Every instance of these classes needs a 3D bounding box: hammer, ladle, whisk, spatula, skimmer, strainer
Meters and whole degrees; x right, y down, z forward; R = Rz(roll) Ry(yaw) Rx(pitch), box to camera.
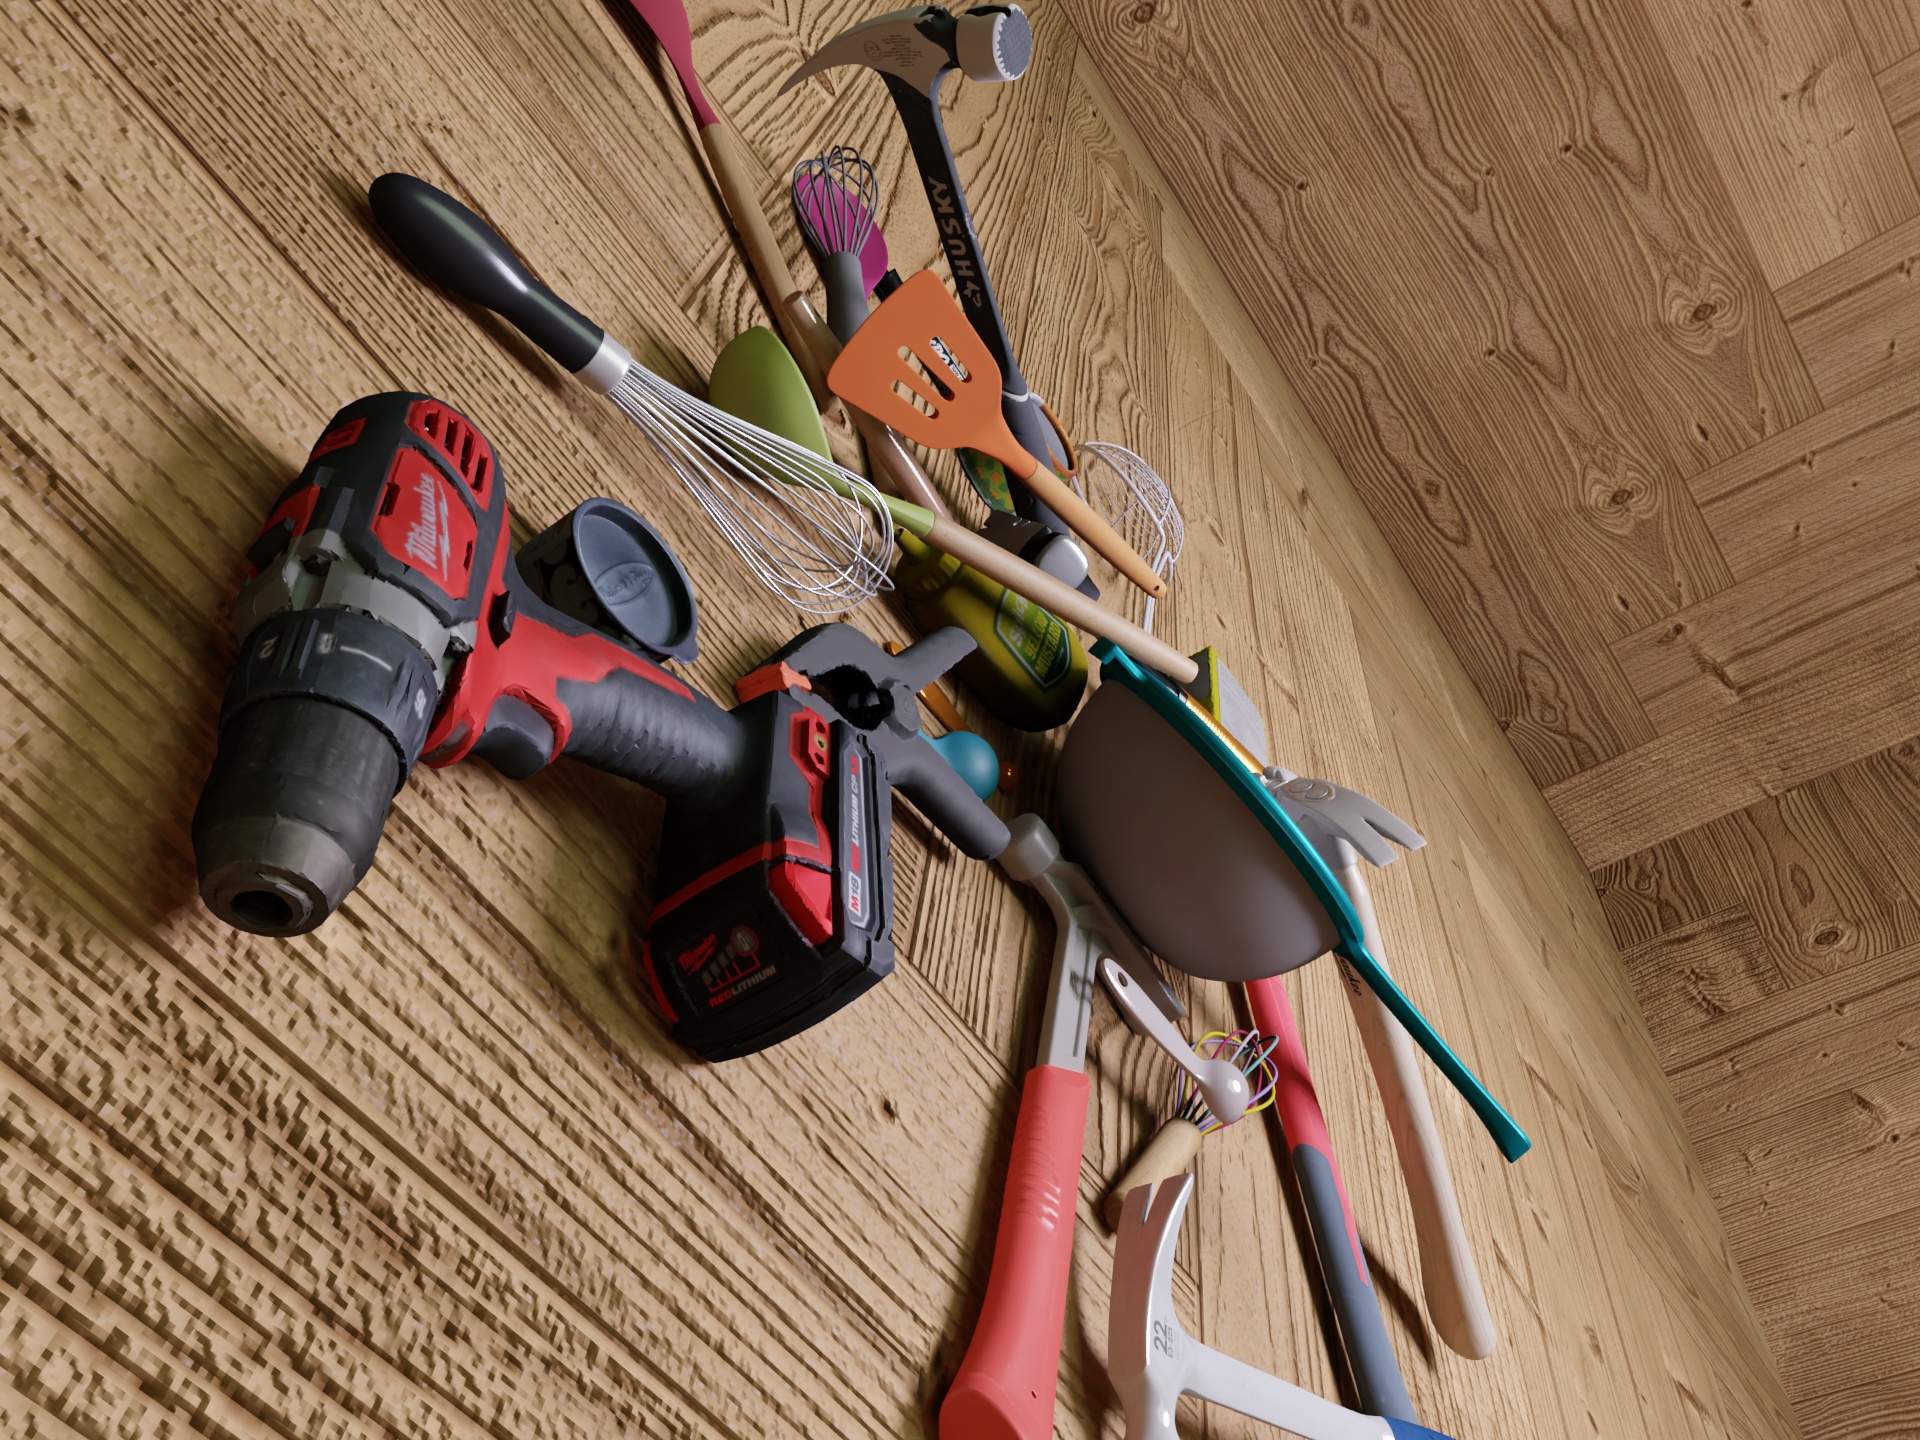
[{"bbox_3d":[0.016,-0.214,0.935,0.036,0.149,0.408,-55,142,-32],"label":"hammer"},{"bbox_3d":[0.045,0.188,0.701,0.149,0.036,0.359,54,23,-18],"label":"hammer"},{"bbox_3d":[0.009,-0.100,0.824,0.320,0.062,0.078,27,1,-28],"label":"ladle"},{"bbox_3d":[-0.069,-0.269,0.952,0.055,0.055,0.239,39,33,-44],"label":"whisk"},{"bbox_3d":[0.200,0.345,0.776,0.405,0.035,0.144,36,42,-36],"label":"hammer"},{"bbox_3d":[-0.013,-0.113,0.910,0.315,0.018,0.060,55,20,-36],"label":"spatula"},{"bbox_3d":[0.273,0.226,0.970,0.146,0.038,0.410,29,-38,68],"label":"hammer"},{"bbox_3d":[0.127,0.214,0.842,0.245,0.051,0.047,-19,87,-65],"label":"whisk"},{"bbox_3d":[0.045,-0.142,0.930,0.041,0.081,0.322,49,10,36],"label":"spatula"},{"bbox_3d":[0.105,-0.066,1.134,0.364,0.090,0.127,-78,151,-43],"label":"skimmer"},{"bbox_3d":[-0.136,-0.318,0.917,0.315,0.031,0.069,66,21,7],"label":"ladle"},{"bbox_3d":[0.134,-0.007,0.998,0.336,0.034,0.127,43,-3,-25],"label":"hammer"},{"bbox_3d":[0.157,0.119,0.863,0.340,0.095,0.210,51,-2,18],"label":"strainer"},{"bbox_3d":[0.208,0.267,0.959,0.143,0.038,0.387,37,33,-43],"label":"hammer"},{"bbox_3d":[-0.130,-0.133,0.682,0.284,0.070,0.070,37,32,-36],"label":"whisk"}]

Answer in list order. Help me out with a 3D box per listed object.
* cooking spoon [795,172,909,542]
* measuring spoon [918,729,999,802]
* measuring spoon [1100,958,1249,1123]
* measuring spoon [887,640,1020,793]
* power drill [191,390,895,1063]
[{"bbox_3d":[-0.062,-0.233,0.983,0.068,0.017,0.319,15,47,-34],"label":"cooking spoon"},{"bbox_3d":[-0.016,0.006,0.799,0.128,0.021,0.042,34,35,-49],"label":"measuring spoon"},{"bbox_3d":[0.112,0.159,0.806,0.124,0.018,0.034,48,30,-23],"label":"measuring spoon"},{"bbox_3d":[-0.001,-0.003,0.854,0.116,0.011,0.021,49,25,-28],"label":"measuring spoon"},{"bbox_3d":[-0.121,0.022,0.489,0.226,0.080,0.188,41,30,-35],"label":"power drill"}]
